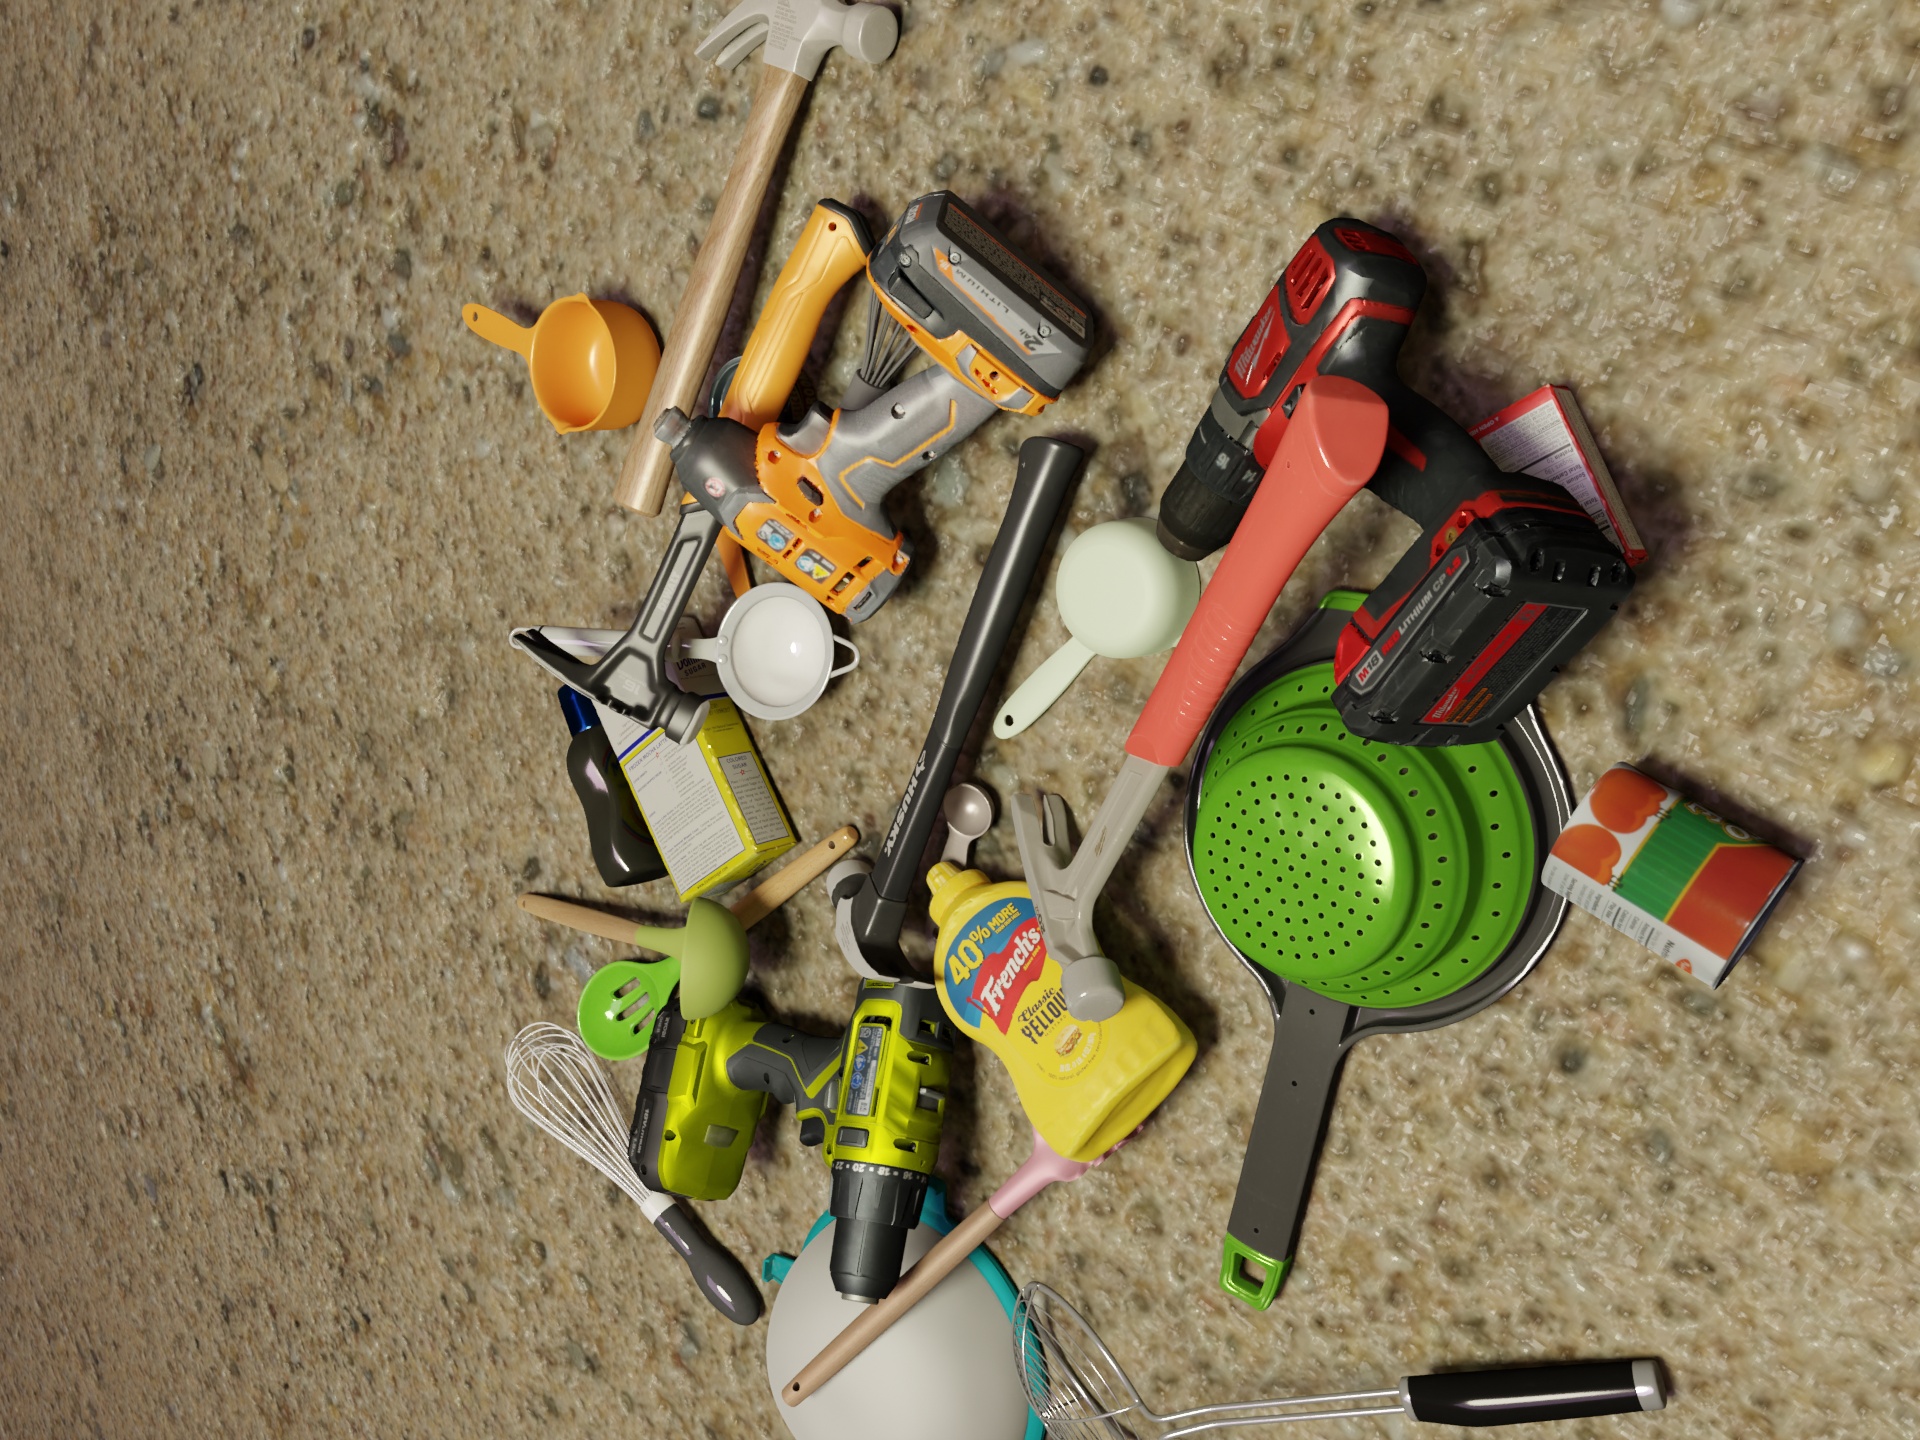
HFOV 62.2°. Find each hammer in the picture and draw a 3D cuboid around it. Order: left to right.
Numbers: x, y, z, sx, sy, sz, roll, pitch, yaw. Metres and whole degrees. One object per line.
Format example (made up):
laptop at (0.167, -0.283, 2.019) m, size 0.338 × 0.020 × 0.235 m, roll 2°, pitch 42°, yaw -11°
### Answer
hammer at (-0.148, -0.157, 0.958) m, size 0.127 × 0.034 × 0.337 m, roll 29°, pitch 103°, yaw 2°
hammer at (-0.148, -0.284, 0.972) m, size 0.130 × 0.031 × 0.331 m, roll 32°, pitch 107°, yaw 33°
hammer at (-0.001, -0.003, 0.908) m, size 0.146 × 0.035 × 0.334 m, roll -122°, pitch 50°, yaw -62°
hammer at (0.102, -0.014, 0.755) m, size 0.358 × 0.036 × 0.149 m, roll 112°, pitch 154°, yaw -43°

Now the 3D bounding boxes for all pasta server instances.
pasta server at (-0.001, 0.304, 0.935) m, size 0.316 × 0.040 × 0.060 m, roll -45°, pitch 55°, yaw 12°

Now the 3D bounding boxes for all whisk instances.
whisk at (-0.245, 0.337, 1.181) m, size 0.285 × 0.070 × 0.070 m, roll 44°, pitch 122°, yaw 18°
whisk at (-0.054, -0.199, 0.937) m, size 0.055 × 0.055 × 0.238 m, roll 47°, pitch 126°, yaw 22°

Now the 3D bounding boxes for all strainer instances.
strainer at (-0.178, -0.048, 1.026) m, size 0.258 × 0.050 × 0.087 m, roll 4°, pitch 91°, yaw 17°
strainer at (-0.025, 0.475, 1.006) m, size 0.211 × 0.095 × 0.340 m, roll -38°, pitch 74°, yaw 36°

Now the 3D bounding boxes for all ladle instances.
ladle at (-0.246, 0.147, 1.112) m, size 0.320 × 0.062 × 0.078 m, roll 4°, pitch 89°, yaw 49°

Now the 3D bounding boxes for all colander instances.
colander at (0.168, 0.138, 0.794) m, size 0.205 × 0.094 × 0.397 m, roll 21°, pitch 111°, yaw 33°

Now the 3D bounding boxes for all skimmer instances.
skimmer at (0.186, 0.347, 0.857) m, size 0.363 × 0.090 × 0.127 m, roll -18°, pitch 107°, yaw 28°

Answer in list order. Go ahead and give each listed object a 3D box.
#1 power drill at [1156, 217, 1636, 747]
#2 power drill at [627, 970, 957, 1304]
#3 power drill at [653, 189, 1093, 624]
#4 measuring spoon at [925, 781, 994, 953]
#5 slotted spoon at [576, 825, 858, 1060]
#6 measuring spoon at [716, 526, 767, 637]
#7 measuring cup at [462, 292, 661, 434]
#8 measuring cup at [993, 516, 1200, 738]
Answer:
power drill at (0.175, -0.092, 0.724) m, size 0.187 × 0.080 × 0.227 m, roll -58°, pitch 41°, yaw 40°
power drill at (-0.105, 0.255, 1.003) m, size 0.228 × 0.080 × 0.191 m, roll -7°, pitch 65°, yaw 40°
power drill at (-0.054, -0.173, 0.871) m, size 0.164 × 0.084 × 0.226 m, roll 35°, pitch 121°, yaw -18°
measuring spoon at (-0.002, 0.090, 0.972) m, size 0.034 × 0.018 × 0.124 m, roll 26°, pitch 120°, yaw 22°
slotted spoon at (-0.171, 0.153, 1.104) m, size 0.313 × 0.031 × 0.070 m, roll -38°, pitch 75°, yaw 34°
measuring spoon at (-0.148, -0.109, 1.050) m, size 0.021 × 0.011 × 0.117 m, roll -25°, pitch 79°, yaw 38°
measuring cup at (-0.273, -0.256, 1.093) m, size 0.174 × 0.052 × 0.095 m, roll 29°, pitch 115°, yaw 32°
measuring cup at (0.061, -0.042, 0.879) m, size 0.167 × 0.038 × 0.083 m, roll -47°, pitch 70°, yaw 31°
